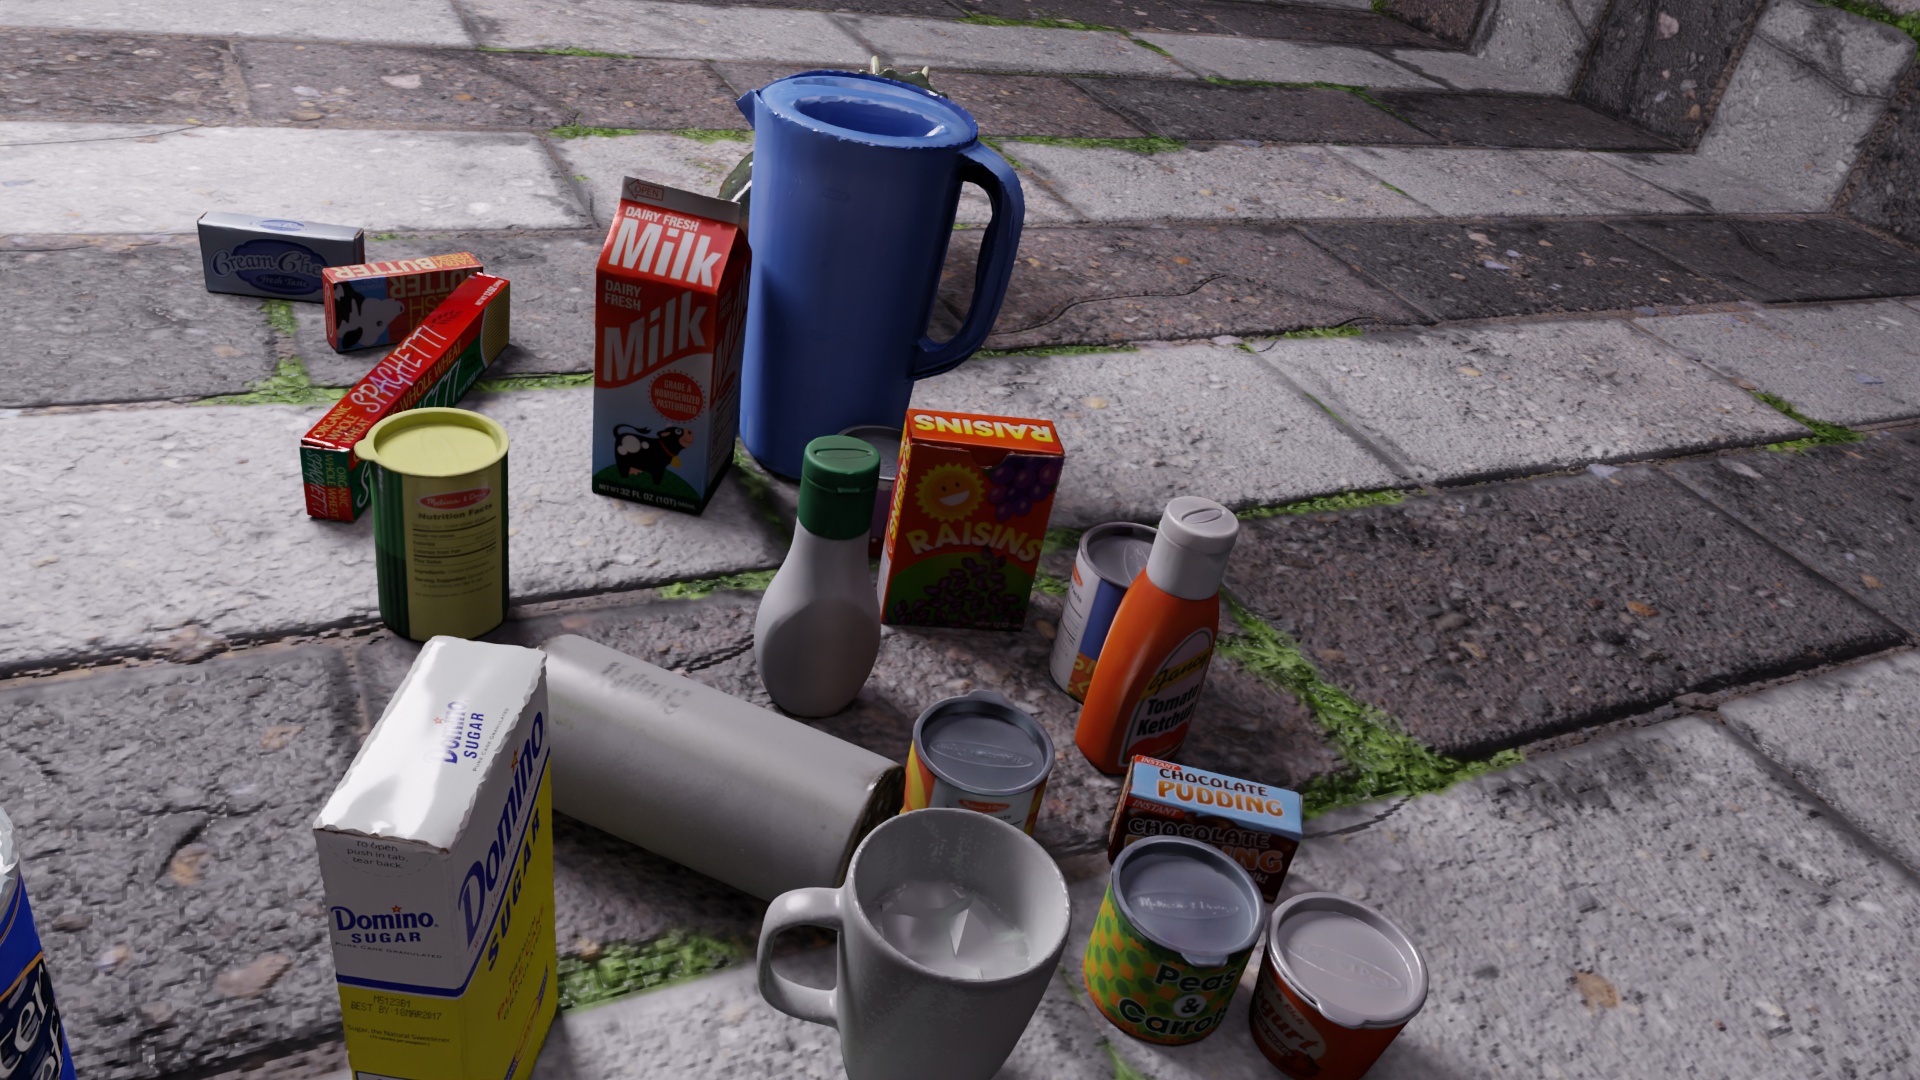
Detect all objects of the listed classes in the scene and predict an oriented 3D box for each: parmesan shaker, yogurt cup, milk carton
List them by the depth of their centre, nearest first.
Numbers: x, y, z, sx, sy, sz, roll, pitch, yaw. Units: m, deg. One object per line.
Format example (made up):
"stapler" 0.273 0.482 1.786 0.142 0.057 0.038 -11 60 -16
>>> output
"yogurt cup" 0.156 0.191 0.586 0.072 0.053 0.073 8 33 -5
"parmesan shaker" -0.267 -0.007 0.707 0.071 0.102 0.072 8 33 -5
"milk carton" -0.171 -0.118 0.826 0.072 0.189 0.074 13 33 2

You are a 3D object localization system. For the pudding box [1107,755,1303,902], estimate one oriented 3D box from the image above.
"pudding box" 0.116 0.136 0.661 0.084 0.049 0.030 14 33 2

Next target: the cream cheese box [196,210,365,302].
"cream cheese box" -0.474 -0.197 0.975 0.104 0.053 0.024 5 33 -11

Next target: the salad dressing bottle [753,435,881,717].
"salad dressing bottle" -0.067 0.019 0.691 0.064 0.146 0.044 0 35 -18

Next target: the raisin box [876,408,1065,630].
"raisin box" 0.003 -0.010 0.779 0.086 0.122 0.040 5 33 -11

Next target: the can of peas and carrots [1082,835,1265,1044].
"can of peas and carrots" 0.090 0.172 0.591 0.071 0.058 0.071 8 33 -5

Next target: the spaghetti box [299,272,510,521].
"spaghetti box" -0.339 -0.097 0.869 0.029 0.050 0.251 11 33 -1

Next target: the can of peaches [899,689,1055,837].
"can of peaches" 0.006 0.114 0.652 0.071 0.057 0.071 8 33 -5

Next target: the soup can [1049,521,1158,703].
"soup can" 0.091 0.043 0.764 0.071 0.083 0.072 8 33 -5

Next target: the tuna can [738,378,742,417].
"tuna can" -0.177 -0.106 0.951 0.071 0.032 0.071 8 33 -5

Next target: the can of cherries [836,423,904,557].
"can of cherries" -0.052 -0.030 0.852 0.071 0.058 0.072 8 33 -5

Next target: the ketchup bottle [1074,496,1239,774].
"ketchup bottle" 0.102 0.048 0.700 0.065 0.148 0.043 -14 41 -35

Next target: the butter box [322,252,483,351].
"butter box" -0.382 -0.165 0.956 0.104 0.052 0.024 -18 43 -38
